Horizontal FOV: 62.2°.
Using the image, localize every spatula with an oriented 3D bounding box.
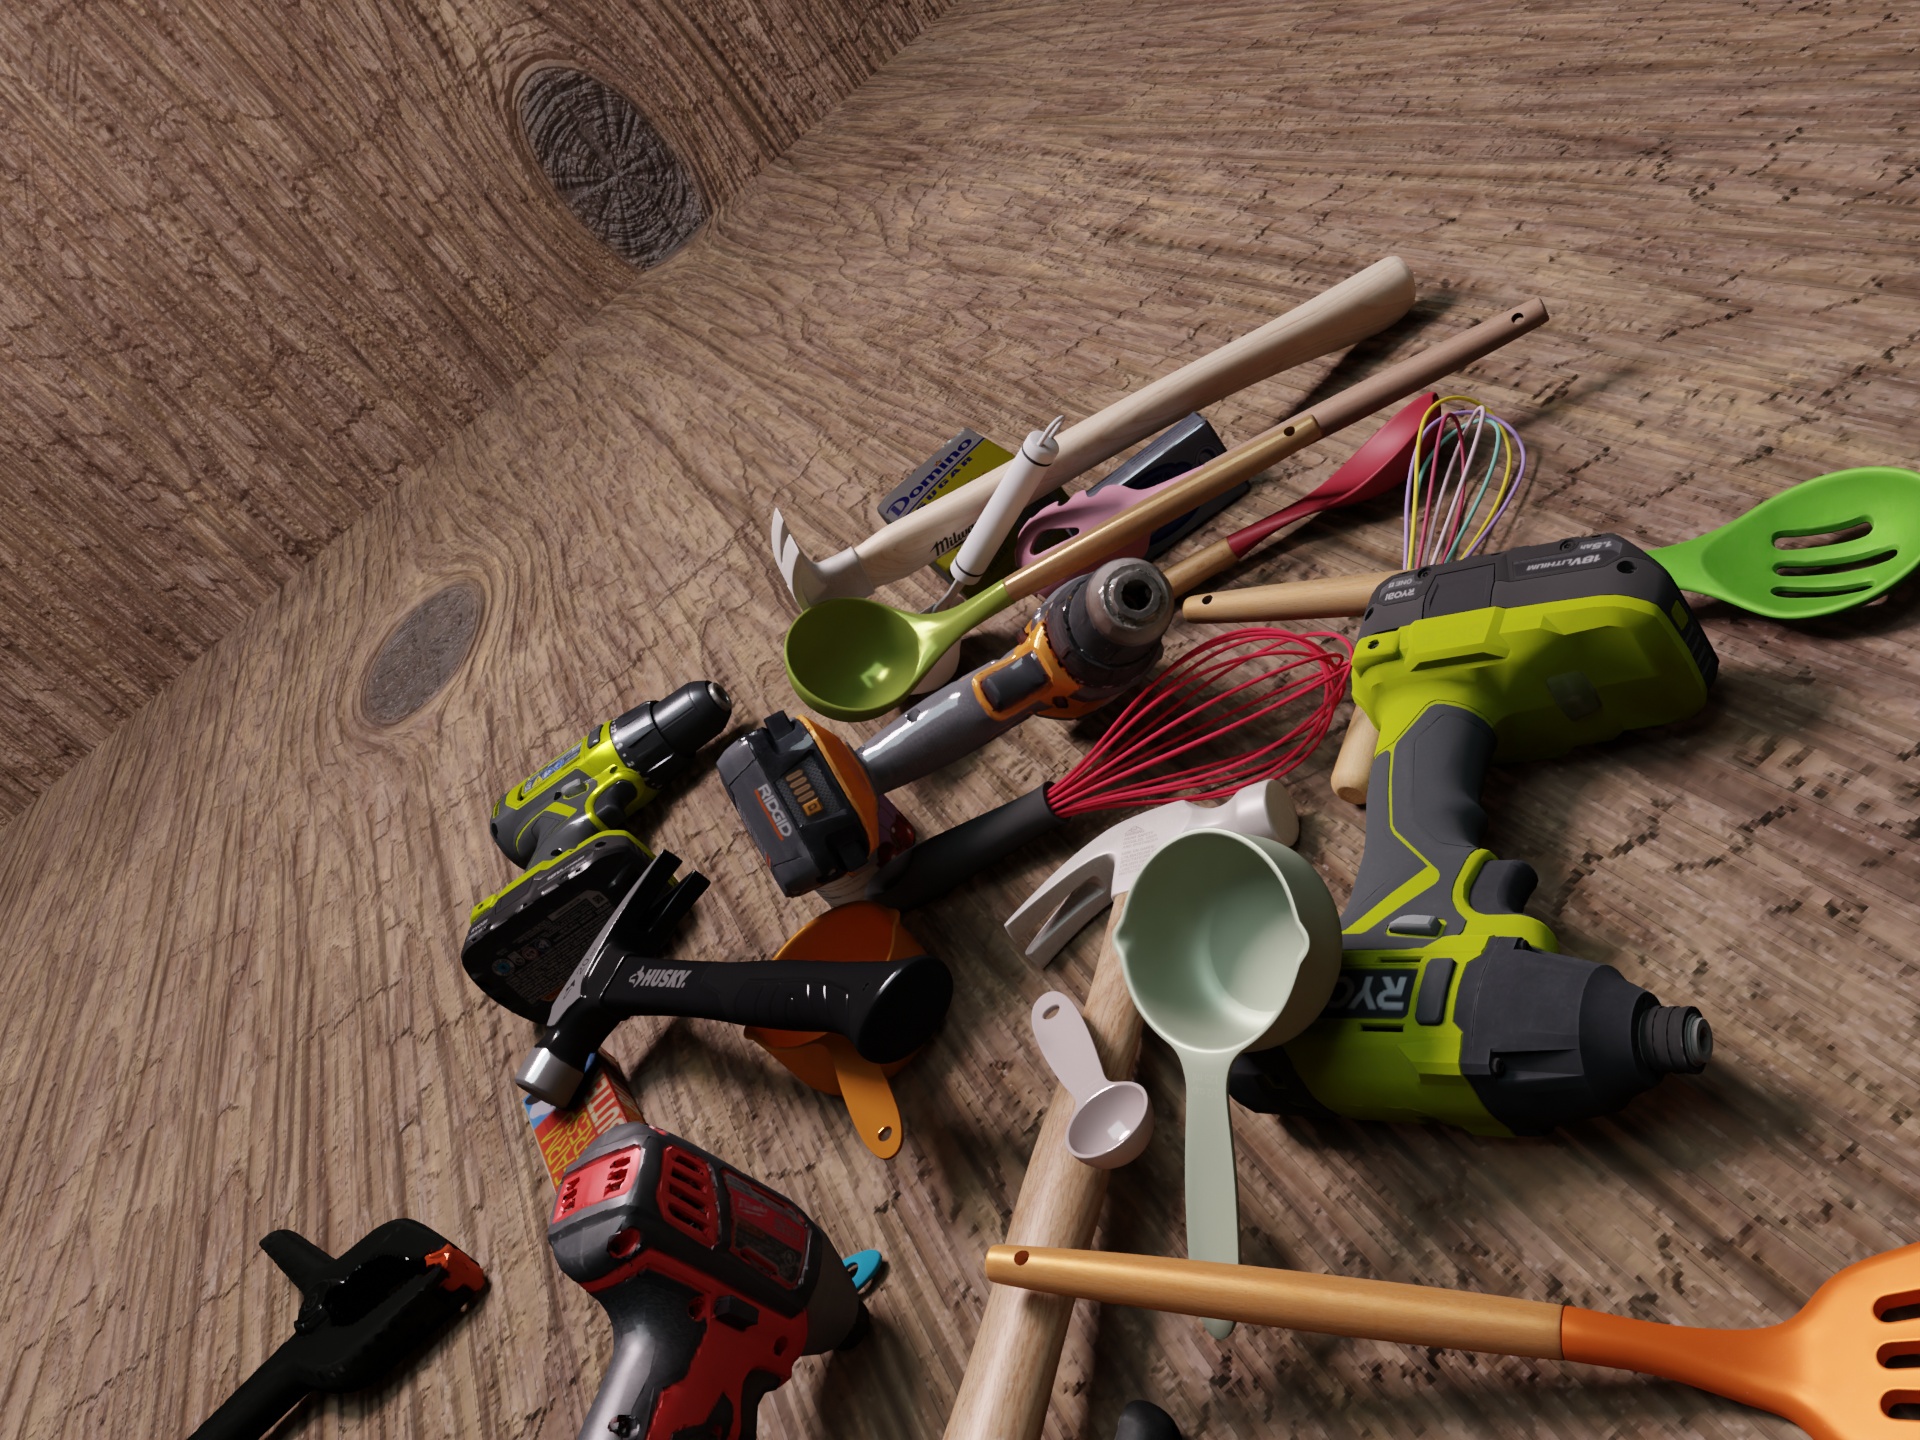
[{"bbox_3d":[0.148,0.170,0.461,0.323,0.041,0.081,-4,44,29],"label":"spatula"}]

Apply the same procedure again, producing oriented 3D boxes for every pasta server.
[{"bbox_3d":[0.160,-0.143,0.855,0.316,0.060,0.040,-25,-3,24],"label":"pasta server"}]

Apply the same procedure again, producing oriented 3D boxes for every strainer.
[{"bbox_3d":[0.001,-0.082,0.932,0.087,0.050,0.258,-28,-20,-43],"label":"strainer"}]

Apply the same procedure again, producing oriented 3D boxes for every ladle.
[{"bbox_3d":[0.128,-0.083,0.883,0.315,0.031,0.069,-30,14,22],"label":"ladle"},{"bbox_3d":[0.044,-0.087,0.860,0.320,0.062,0.078,-27,60,20],"label":"ladle"}]

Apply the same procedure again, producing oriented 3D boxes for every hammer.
[{"bbox_3d":[-0.108,0.124,0.756,0.335,0.035,0.146,-12,44,54],"label":"hammer"},{"bbox_3d":[0.047,0.152,0.621,0.130,0.031,0.331,-21,29,34],"label":"hammer"},{"bbox_3d":[0.082,-0.170,0.936,0.410,0.146,0.038,-28,70,-1],"label":"hammer"}]

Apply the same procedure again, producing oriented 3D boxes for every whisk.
[{"bbox_3d":[0.212,-0.064,0.744,0.051,0.047,0.245,-6,47,44],"label":"whisk"},{"bbox_3d":[0.062,0.032,0.776,0.296,0.073,0.073,-30,30,30],"label":"whisk"}]

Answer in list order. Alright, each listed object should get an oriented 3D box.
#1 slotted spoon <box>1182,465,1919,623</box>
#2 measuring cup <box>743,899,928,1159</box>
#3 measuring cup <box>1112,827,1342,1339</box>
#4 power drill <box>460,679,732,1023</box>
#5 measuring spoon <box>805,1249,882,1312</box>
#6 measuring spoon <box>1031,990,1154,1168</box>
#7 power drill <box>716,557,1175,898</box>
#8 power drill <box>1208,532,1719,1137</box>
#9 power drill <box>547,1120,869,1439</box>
[{"bbox_3d":[0.238,-0.061,0.677,0.314,0.031,0.070,-3,53,35],"label":"slotted spoon"},{"bbox_3d":[-0.040,0.154,0.729,0.095,0.052,0.174,-39,31,3],"label":"measuring cup"},{"bbox_3d":[0.095,0.121,0.541,0.083,0.038,0.168,-7,80,46],"label":"measuring cup"},{"bbox_3d":[-0.234,0.073,1.045,0.190,0.080,0.229,-34,27,13],"label":"power drill"},{"bbox_3d":[-0.089,0.255,0.674,0.128,0.021,0.042,-36,29,11],"label":"measuring spoon"},{"bbox_3d":[0.048,0.134,0.603,0.034,0.018,0.124,-36,17,1],"label":"measuring spoon"},{"bbox_3d":[-0.001,-0.002,0.767,0.226,0.084,0.185,-29,-4,-10],"label":"power drill"},{"bbox_3d":[0.196,0.043,0.584,0.171,0.080,0.223,-9,45,44],"label":"power drill"},{"bbox_3d":[-0.093,0.265,0.558,0.078,0.143,0.220,-29,37,28],"label":"power drill"}]
